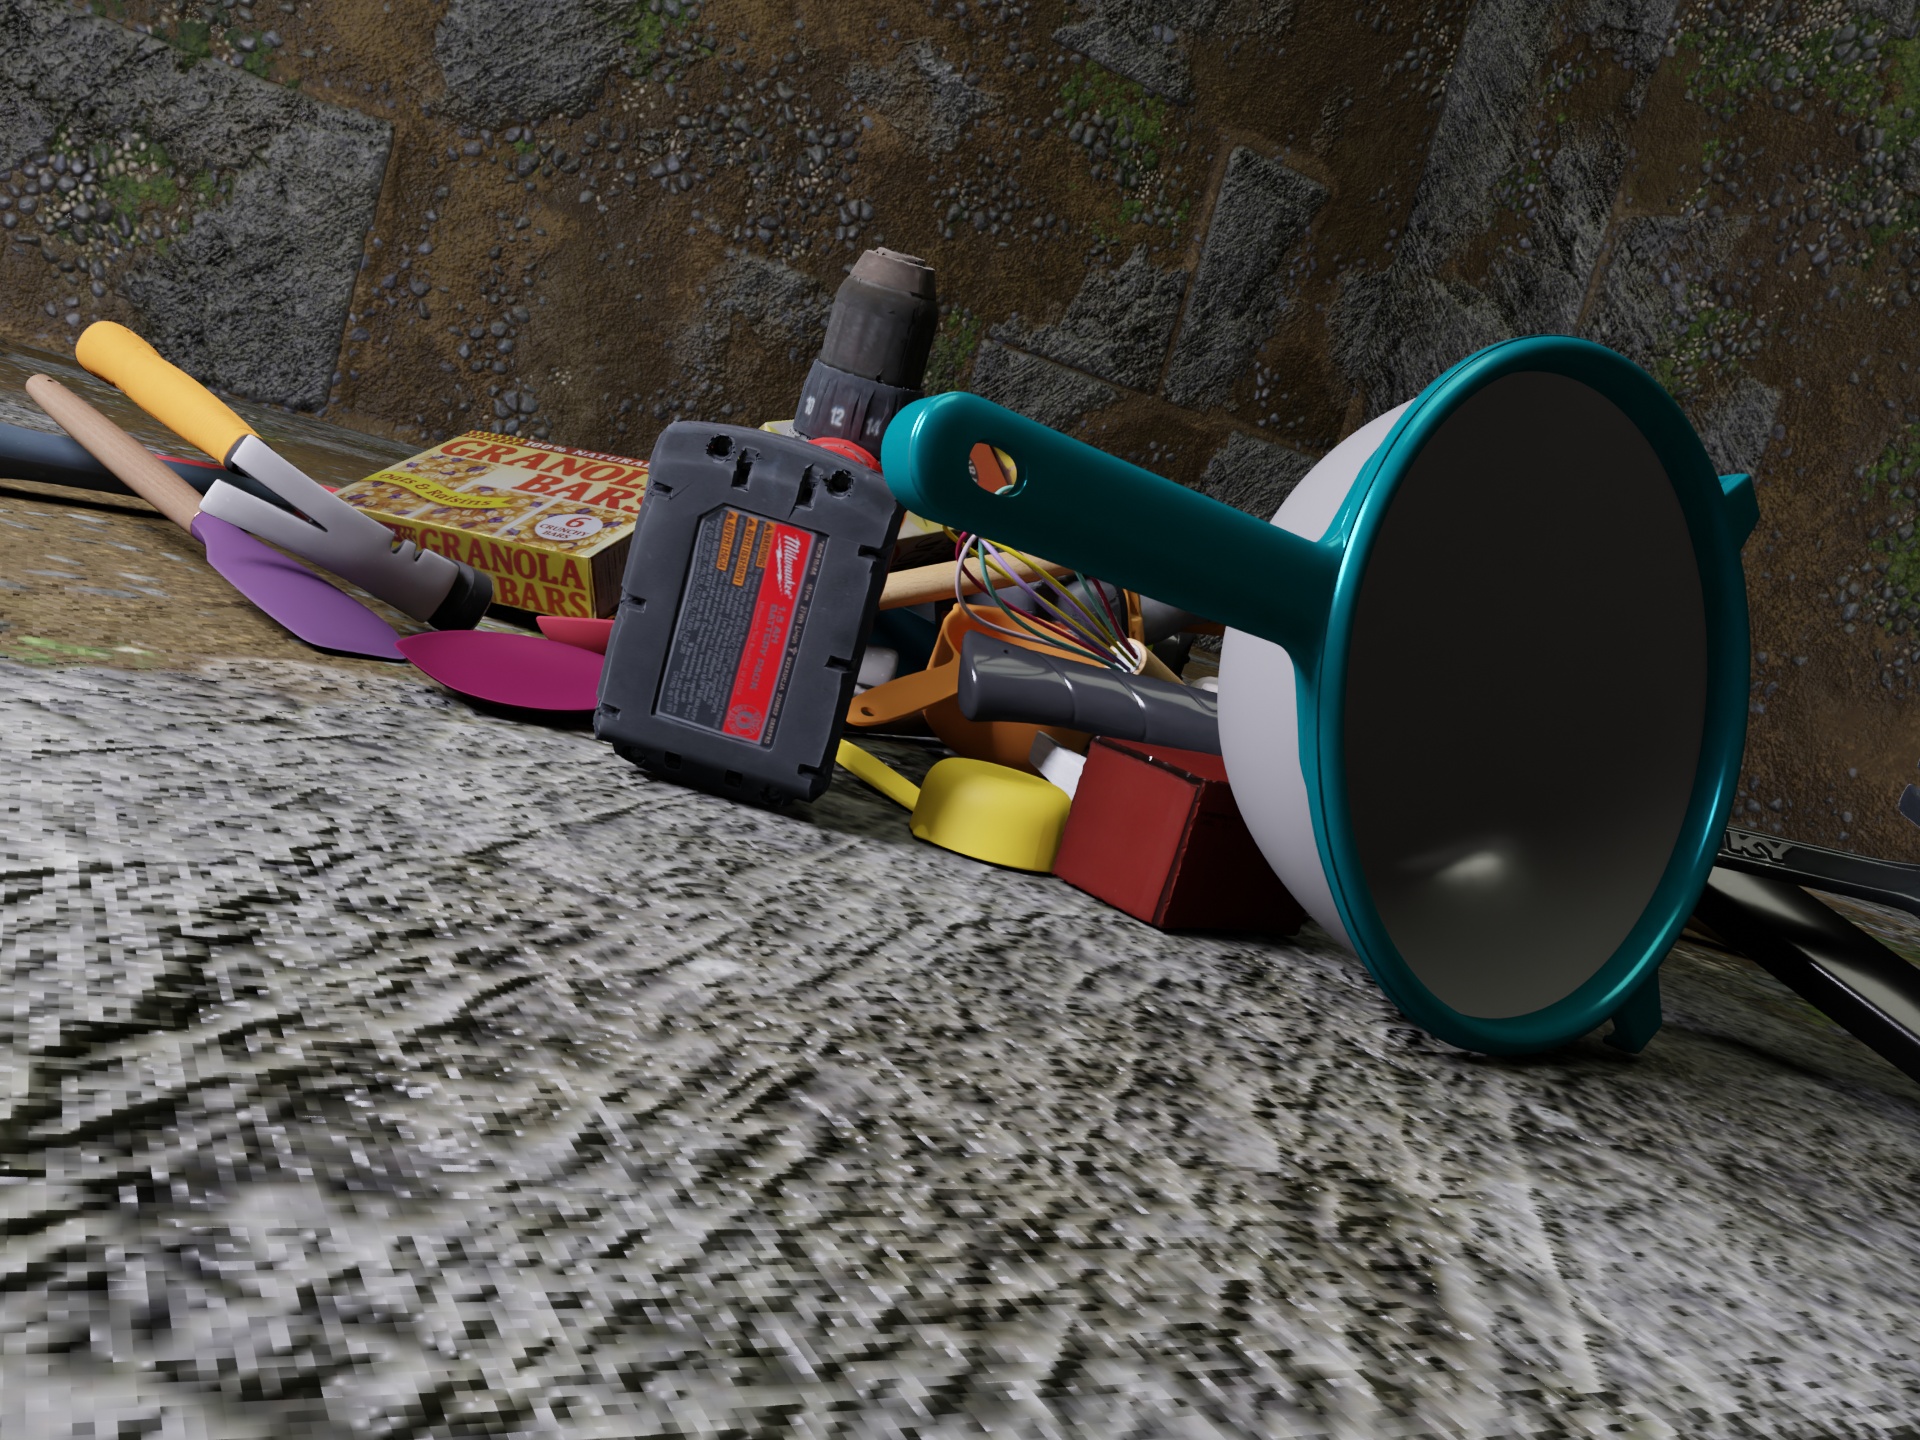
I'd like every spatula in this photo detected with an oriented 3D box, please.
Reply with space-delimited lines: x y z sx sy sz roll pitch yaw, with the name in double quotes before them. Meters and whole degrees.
"spatula" -0.329 -0.092 0.677 0.316 0.018 0.059 31 12 33
"spatula" -0.049 -0.057 1.094 0.082 0.044 0.318 29 2 -14

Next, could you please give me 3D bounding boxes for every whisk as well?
"whisk" 0.062 -0.037 0.708 0.047 0.051 0.244 -6 -22 29

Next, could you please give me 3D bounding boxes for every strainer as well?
"strainer" 0.101 -0.023 0.464 0.340 0.211 0.095 16 -5 -35

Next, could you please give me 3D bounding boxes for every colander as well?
"colander" 0.263 0.062 0.670 0.204 0.094 0.398 -19 43 -26

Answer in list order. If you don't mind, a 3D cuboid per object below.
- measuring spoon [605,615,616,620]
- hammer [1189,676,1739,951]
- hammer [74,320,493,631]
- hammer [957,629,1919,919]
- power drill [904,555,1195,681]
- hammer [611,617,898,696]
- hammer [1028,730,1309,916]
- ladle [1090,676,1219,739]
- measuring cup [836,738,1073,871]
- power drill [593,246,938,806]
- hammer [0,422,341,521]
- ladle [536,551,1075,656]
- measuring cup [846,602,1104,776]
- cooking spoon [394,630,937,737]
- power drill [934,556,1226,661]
"measuring spoon" -0.177 -0.048 0.875 0.117 0.011 0.021 12 7 -6
"hammer" 0.282 0.053 0.862 0.331 0.031 0.130 22 6 -2
"hammer" -0.350 -0.134 0.744 0.337 0.034 0.127 31 -3 38
"hammer" 0.192 0.022 0.606 0.409 0.036 0.149 14 36 13
"power drill" 0.036 -0.070 1.153 0.228 0.080 0.190 20 0 -11
"hammer" -0.089 -0.130 0.957 0.149 0.036 0.359 15 34 -3
"hammer" 0.109 0.034 0.759 0.128 0.033 0.331 18 7 11
"ladle" 0.113 -0.005 1.006 0.078 0.062 0.320 35 19 36
"measuring cup" -0.013 0.018 0.599 0.062 0.029 0.157 11 10 -35
"power drill" -0.055 -0.081 0.596 0.080 0.188 0.227 17 17 -1
"hammer" -0.373 -0.119 0.870 0.143 0.038 0.386 20 8 22
"ladle" -0.042 -0.062 0.766 0.315 0.031 0.069 -12 7 -21
"measuring cup" -0.001 -0.002 0.736 0.095 0.052 0.173 37 33 25
"cooking spoon" -0.097 -0.008 0.675 0.069 0.017 0.318 31 14 32
"power drill" 0.080 -0.067 0.930 0.185 0.084 0.226 9 19 41
